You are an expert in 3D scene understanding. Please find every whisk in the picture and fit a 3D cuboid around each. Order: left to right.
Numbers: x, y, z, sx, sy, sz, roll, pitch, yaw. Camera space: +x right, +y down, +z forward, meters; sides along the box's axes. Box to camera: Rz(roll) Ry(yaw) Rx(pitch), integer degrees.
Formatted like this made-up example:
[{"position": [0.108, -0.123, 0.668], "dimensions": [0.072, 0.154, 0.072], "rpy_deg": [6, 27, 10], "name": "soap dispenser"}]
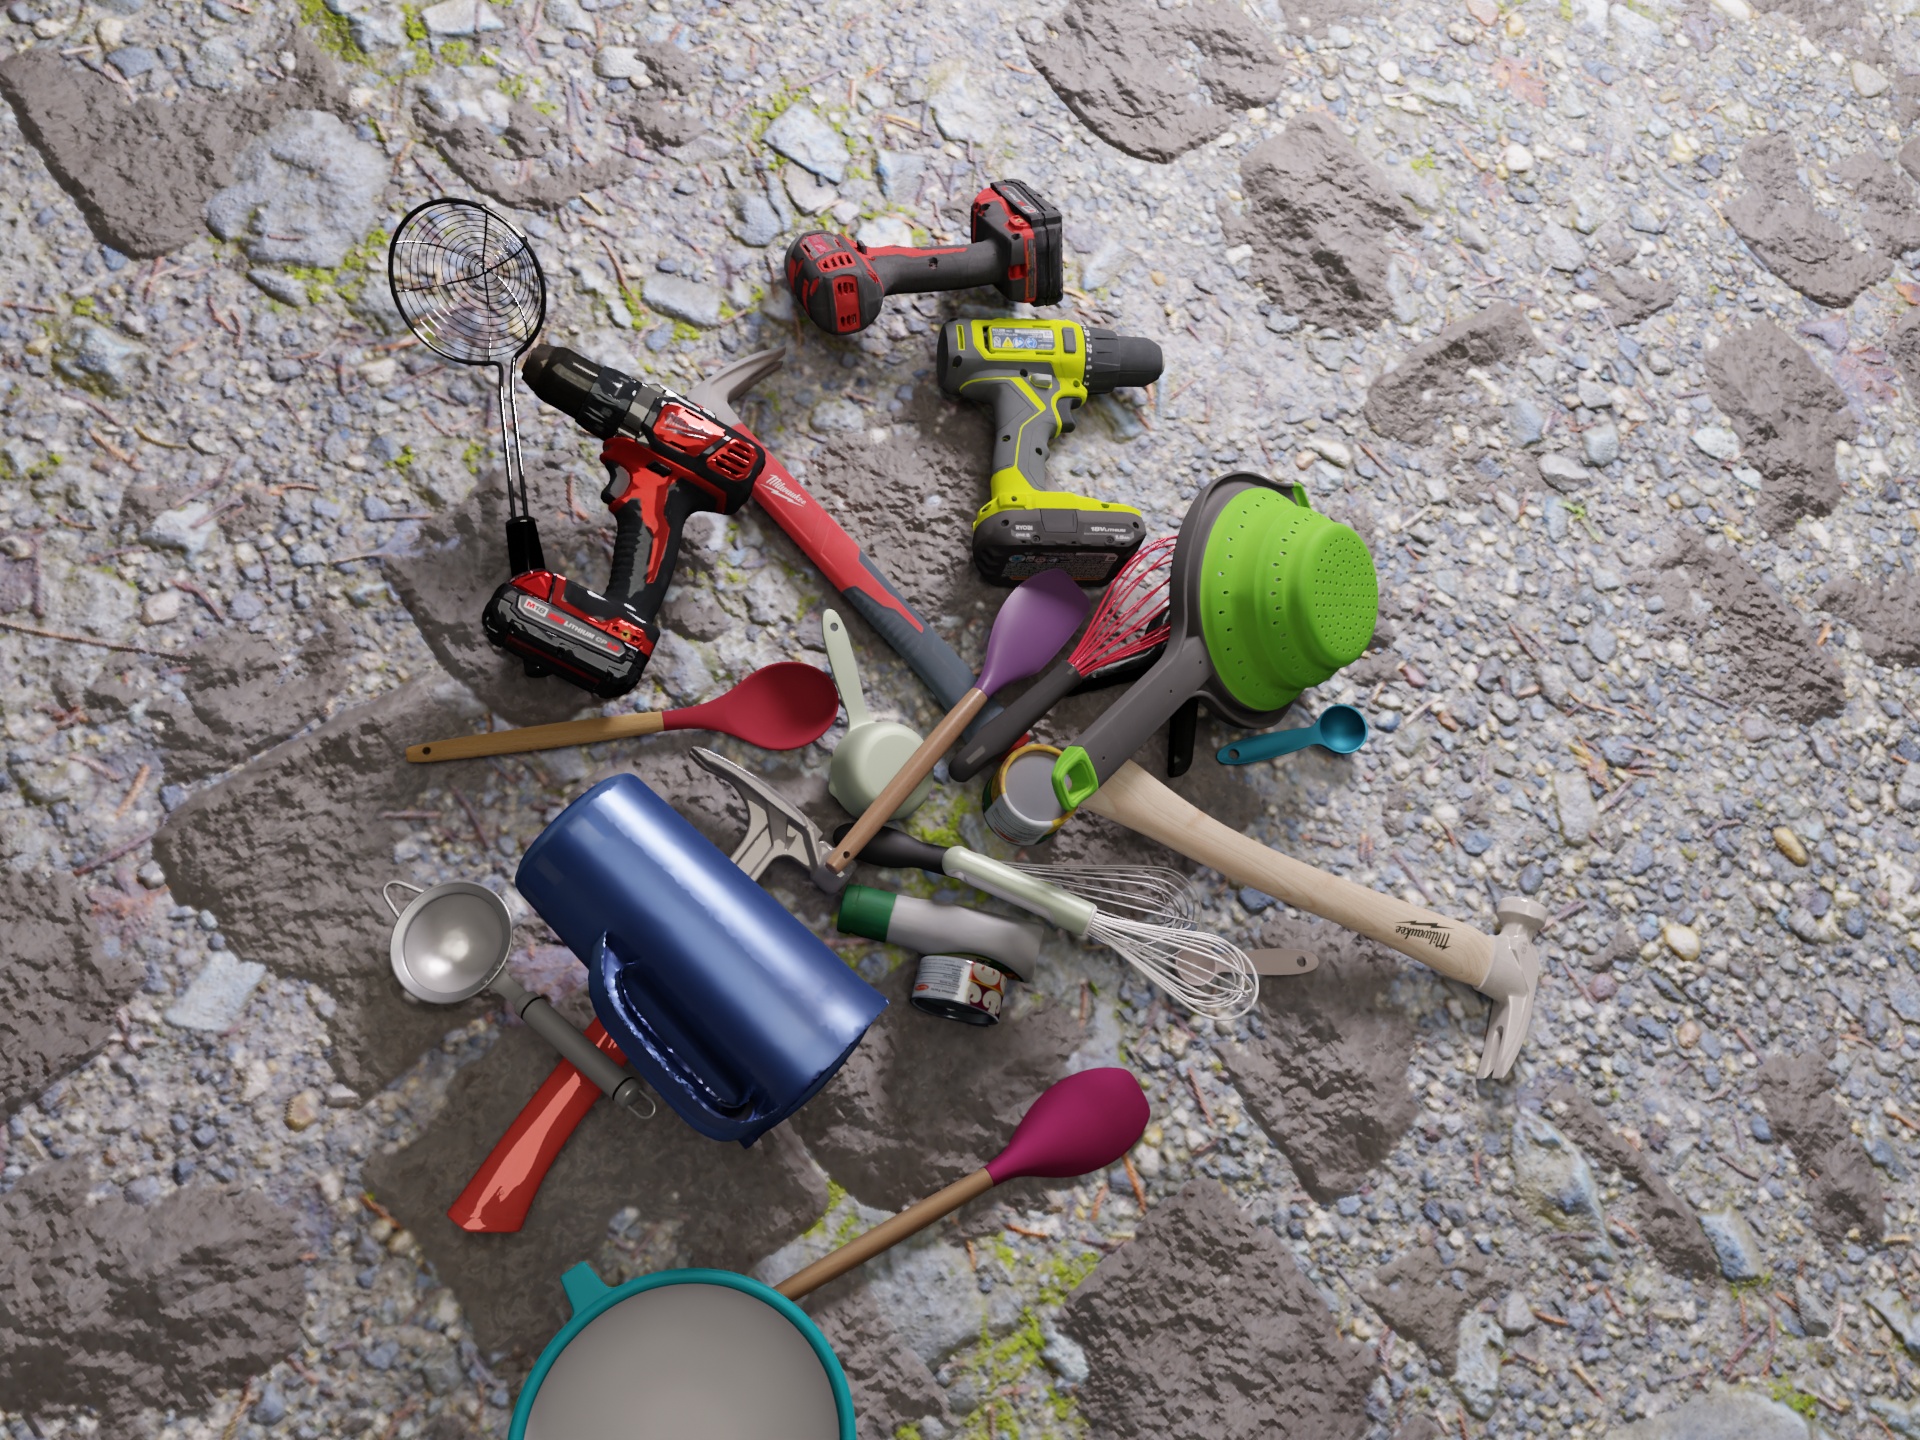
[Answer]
[{"position": [0.043, 0.118, 1.192], "dimensions": [0.284, 0.070, 0.070], "rpy_deg": [14, 69, -3], "name": "whisk"}, {"position": [0.098, -0.049, 1.223], "dimensions": [0.296, 0.073, 0.073], "rpy_deg": [-41, 84, -21], "name": "whisk"}, {"position": [0.099, 0.148, 1.144], "dimensions": [0.246, 0.057, 0.059], "rpy_deg": [24, 65, 5], "name": "whisk"}]

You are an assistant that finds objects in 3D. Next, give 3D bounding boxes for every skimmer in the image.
[{"position": [-0.356, -0.212, 1.198], "dimensions": [0.127, 0.090, 0.363], "rpy_deg": [-15, 75, 17], "name": "skimmer"}]

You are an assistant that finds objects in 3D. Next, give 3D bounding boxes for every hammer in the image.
[{"position": [-0.233, 0.193, 1.106], "dimensions": [0.149, 0.036, 0.359], "rpy_deg": [38, 70, -2], "name": "hammer"}, {"position": [-0.075, -0.126, 1.257], "dimensions": [0.143, 0.038, 0.386], "rpy_deg": [-40, 83, -23], "name": "hammer"}, {"position": [0.263, 0.136, 1.209], "dimensions": [0.410, 0.038, 0.146], "rpy_deg": [24, 69, -12], "name": "hammer"}]

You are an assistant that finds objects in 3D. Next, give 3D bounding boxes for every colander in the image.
[{"position": [0.209, -0.052, 1.183], "dimensions": [0.397, 0.094, 0.204], "rpy_deg": [-41, 119, -37], "name": "colander"}]

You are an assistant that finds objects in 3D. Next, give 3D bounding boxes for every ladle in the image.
[{"position": [-0.247, 0.005, 1.181], "dimensions": [0.315, 0.031, 0.069], "rpy_deg": [-8, 75, -13], "name": "ladle"}]

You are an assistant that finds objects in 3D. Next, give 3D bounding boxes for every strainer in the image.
[{"position": [-0.295, 0.189, 1.067], "dimensions": [0.259, 0.050, 0.087], "rpy_deg": [33, 75, 24], "name": "strainer"}, {"position": [-0.115, 0.468, 1.015], "dimensions": [0.340, 0.095, 0.211], "rpy_deg": [13, 72, -10], "name": "strainer"}]

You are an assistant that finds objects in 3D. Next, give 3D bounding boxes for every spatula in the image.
[{"position": [-0.002, -0.004, 1.195], "dimensions": [0.059, 0.018, 0.316], "rpy_deg": [46, 63, -13], "name": "spatula"}]

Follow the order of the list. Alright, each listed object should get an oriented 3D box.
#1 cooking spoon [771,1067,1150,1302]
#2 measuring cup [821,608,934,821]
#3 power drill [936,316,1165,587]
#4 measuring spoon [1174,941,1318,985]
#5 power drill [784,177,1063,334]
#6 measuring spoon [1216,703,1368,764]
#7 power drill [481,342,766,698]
[{"position": [-0.002, 0.335, 1.123], "dimensions": [0.319, 0.017, 0.069], "rpy_deg": [-25, 77, -19], "name": "cooking spoon"}, {"position": [-0.069, -0.005, 1.188], "dimensions": [0.083, 0.038, 0.167], "rpy_deg": [-19, 95, -30], "name": "measuring cup"}, {"position": [0.084, -0.229, 1.307], "dimensions": [0.190, 0.080, 0.229], "rpy_deg": [0, 69, -11], "name": "power drill"}, {"position": [0.219, 0.188, 1.227], "dimensions": [0.124, 0.018, 0.034], "rpy_deg": [2, 71, -19], "name": "measuring spoon"}, {"position": [-0.035, -0.382, 1.316], "dimensions": [0.219, 0.078, 0.143], "rpy_deg": [-14, 37, -14], "name": "power drill"}, {"position": [0.268, 0.018, 1.296], "dimensions": [0.128, 0.021, 0.042], "rpy_deg": [-12, 75, -6], "name": "measuring spoon"}, {"position": [-0.267, -0.151, 1.159], "dimensions": [0.187, 0.080, 0.227], "rpy_deg": [28, 73, -14], "name": "power drill"}]
